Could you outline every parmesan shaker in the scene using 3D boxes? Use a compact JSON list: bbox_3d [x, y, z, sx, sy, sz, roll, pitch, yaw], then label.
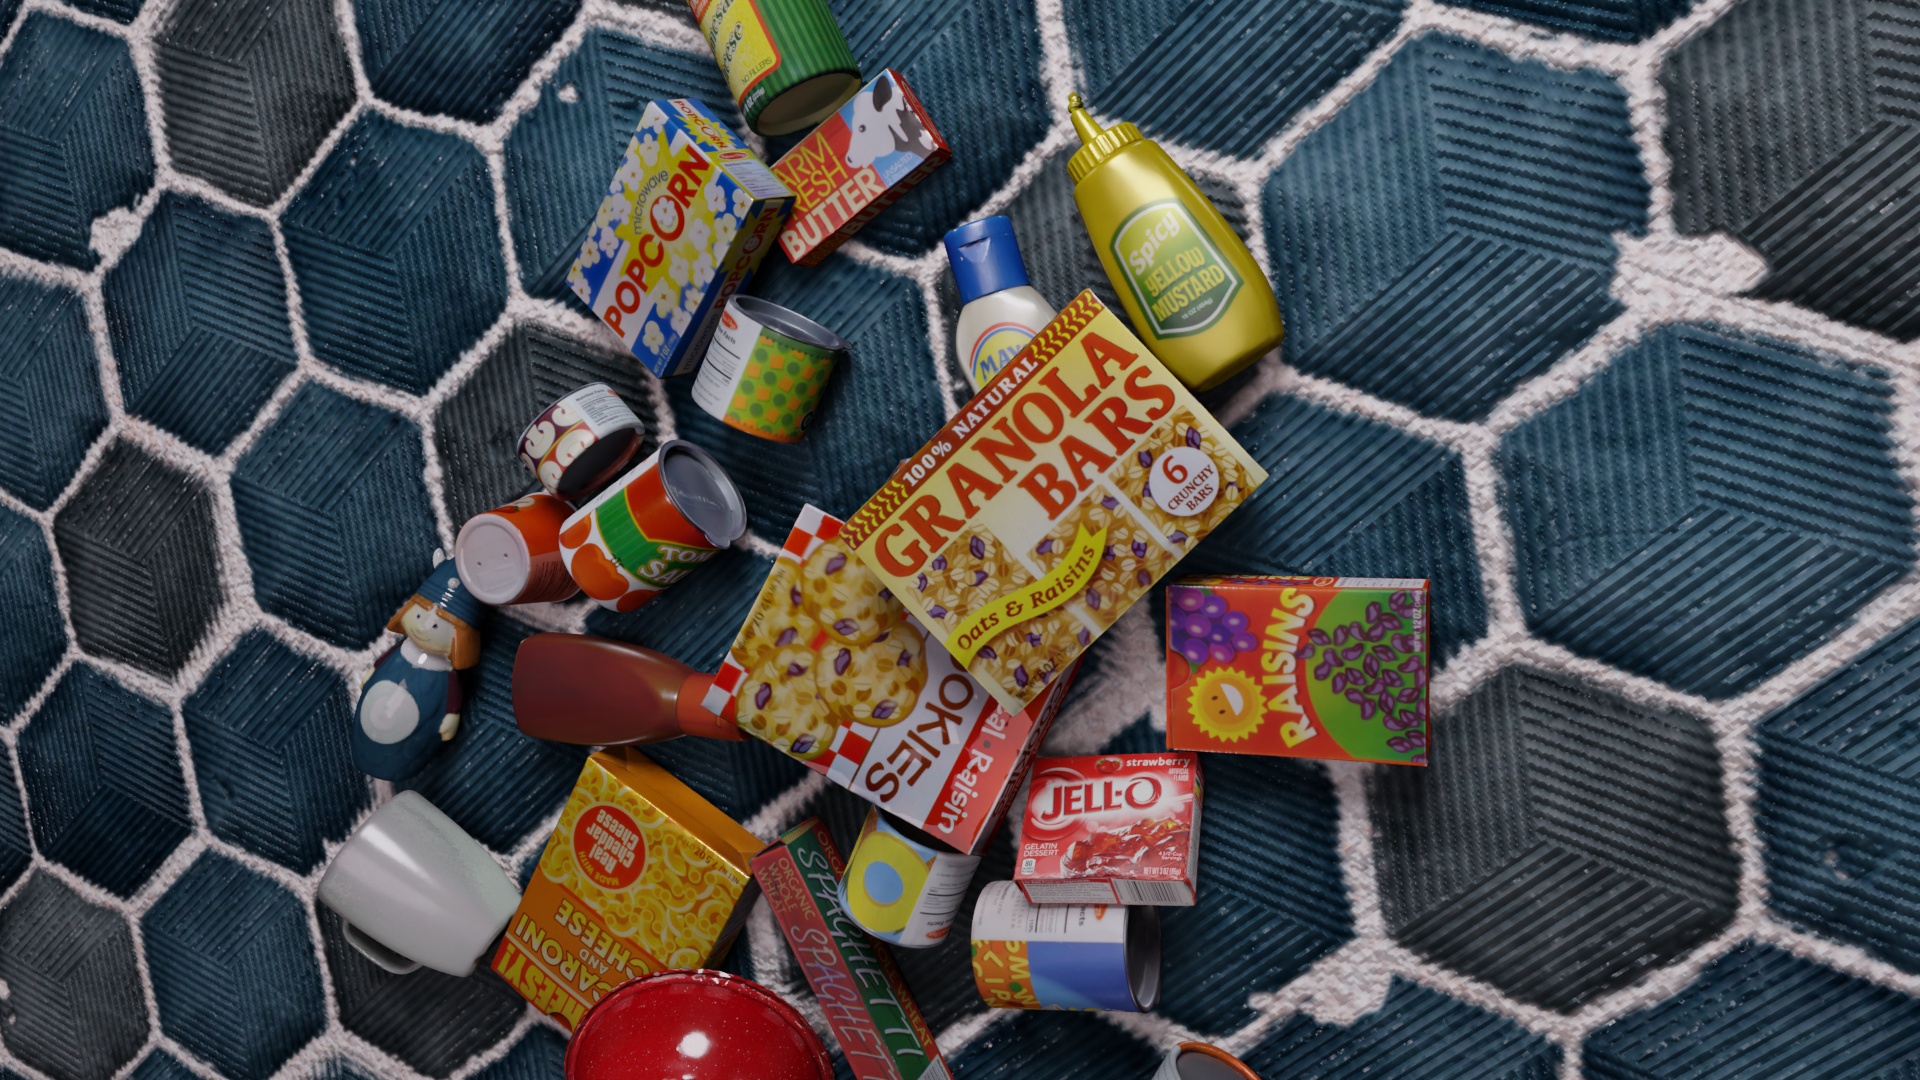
[{"bbox_3d":[-0.101,-0.272,0.719,0.071,0.071,0.103,-28,86,22],"label":"parmesan shaker"}]

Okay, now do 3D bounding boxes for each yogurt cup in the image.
[{"bbox_3d":[-0.260,0.007,0.823,0.072,0.054,0.072,3,99,21],"label":"yogurt cup"}]

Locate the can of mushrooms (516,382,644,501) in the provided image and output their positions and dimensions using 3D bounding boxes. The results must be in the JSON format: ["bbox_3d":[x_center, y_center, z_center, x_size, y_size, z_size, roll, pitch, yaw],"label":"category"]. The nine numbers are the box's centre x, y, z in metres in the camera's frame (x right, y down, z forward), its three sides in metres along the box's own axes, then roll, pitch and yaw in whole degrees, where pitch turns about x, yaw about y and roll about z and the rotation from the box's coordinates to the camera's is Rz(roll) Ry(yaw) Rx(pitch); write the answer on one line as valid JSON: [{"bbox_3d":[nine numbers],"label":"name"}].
[{"bbox_3d":[-0.217,-0.054,0.792,0.033,0.071,0.071,47,110,8],"label":"can of mushrooms"}]

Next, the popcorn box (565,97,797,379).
[{"bbox_3d":[-0.154,-0.162,0.755,0.085,0.038,0.126,46,123,14],"label":"popcorn box"}]

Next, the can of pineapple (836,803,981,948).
[{"bbox_3d":[-0.028,0.175,0.749,0.071,0.071,0.057,26,105,16],"label":"can of pineapple"}]

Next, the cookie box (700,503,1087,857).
[{"bbox_3d":[-0.034,0.072,0.735,0.167,0.040,0.123,26,86,16],"label":"cookie box"}]

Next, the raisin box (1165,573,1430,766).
[{"bbox_3d":[0.164,0.061,0.677,0.123,0.040,0.086,1,98,21],"label":"raisin box"}]

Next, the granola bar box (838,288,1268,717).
[{"bbox_3d":[0.043,-0.018,0.667,0.165,0.039,0.124,-44,89,4],"label":"granola bar box"}]

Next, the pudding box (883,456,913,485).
[{"bbox_3d":[0.003,-0.009,0.724,0.084,0.050,0.030,41,110,11],"label":"pudding box"}]

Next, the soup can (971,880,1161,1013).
[{"bbox_3d":[0.056,0.212,0.723,0.083,0.071,0.071,-7,95,22],"label":"soup can"}]

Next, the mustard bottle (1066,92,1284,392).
[{"bbox_3d":[0.092,-0.150,0.672,0.065,0.049,0.160,-34,84,17],"label":"mustard bottle"}]

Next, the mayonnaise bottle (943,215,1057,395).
[{"bbox_3d":[0.029,-0.089,0.708,0.064,0.041,0.148,-17,91,16],"label":"mayonnaise bottle"}]

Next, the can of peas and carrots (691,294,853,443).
[{"bbox_3d":[-0.101,-0.091,0.746,0.071,0.071,0.058,30,107,15],"label":"can of peas and carrots"}]

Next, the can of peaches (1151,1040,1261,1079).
[{"bbox_3d":[0.124,0.301,0.709,0.071,0.071,0.058,31,106,14],"label":"can of peaches"}]

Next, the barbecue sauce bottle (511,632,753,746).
[{"bbox_3d":[-0.189,0.091,0.812,0.148,0.044,0.064,4,97,20],"label":"barbecue sauce bottle"}]

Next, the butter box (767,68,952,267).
[{"bbox_3d":[-0.060,-0.196,0.738,0.103,0.024,0.053,-34,84,21],"label":"butter box"}]

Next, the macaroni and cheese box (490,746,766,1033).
[{"bbox_3d":[-0.199,0.224,0.833,0.124,0.040,0.166,33,107,14],"label":"macaroni and cheese box"}]

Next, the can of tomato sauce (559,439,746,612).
[{"bbox_3d":[-0.172,-0.005,0.781,0.083,0.071,0.071,-33,85,22],"label":"can of tomato sauce"}]

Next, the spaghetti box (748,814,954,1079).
[{"bbox_3d":[-0.043,0.275,0.776,0.028,0.050,0.250,-29,86,21],"label":"spaghetti box"}]
